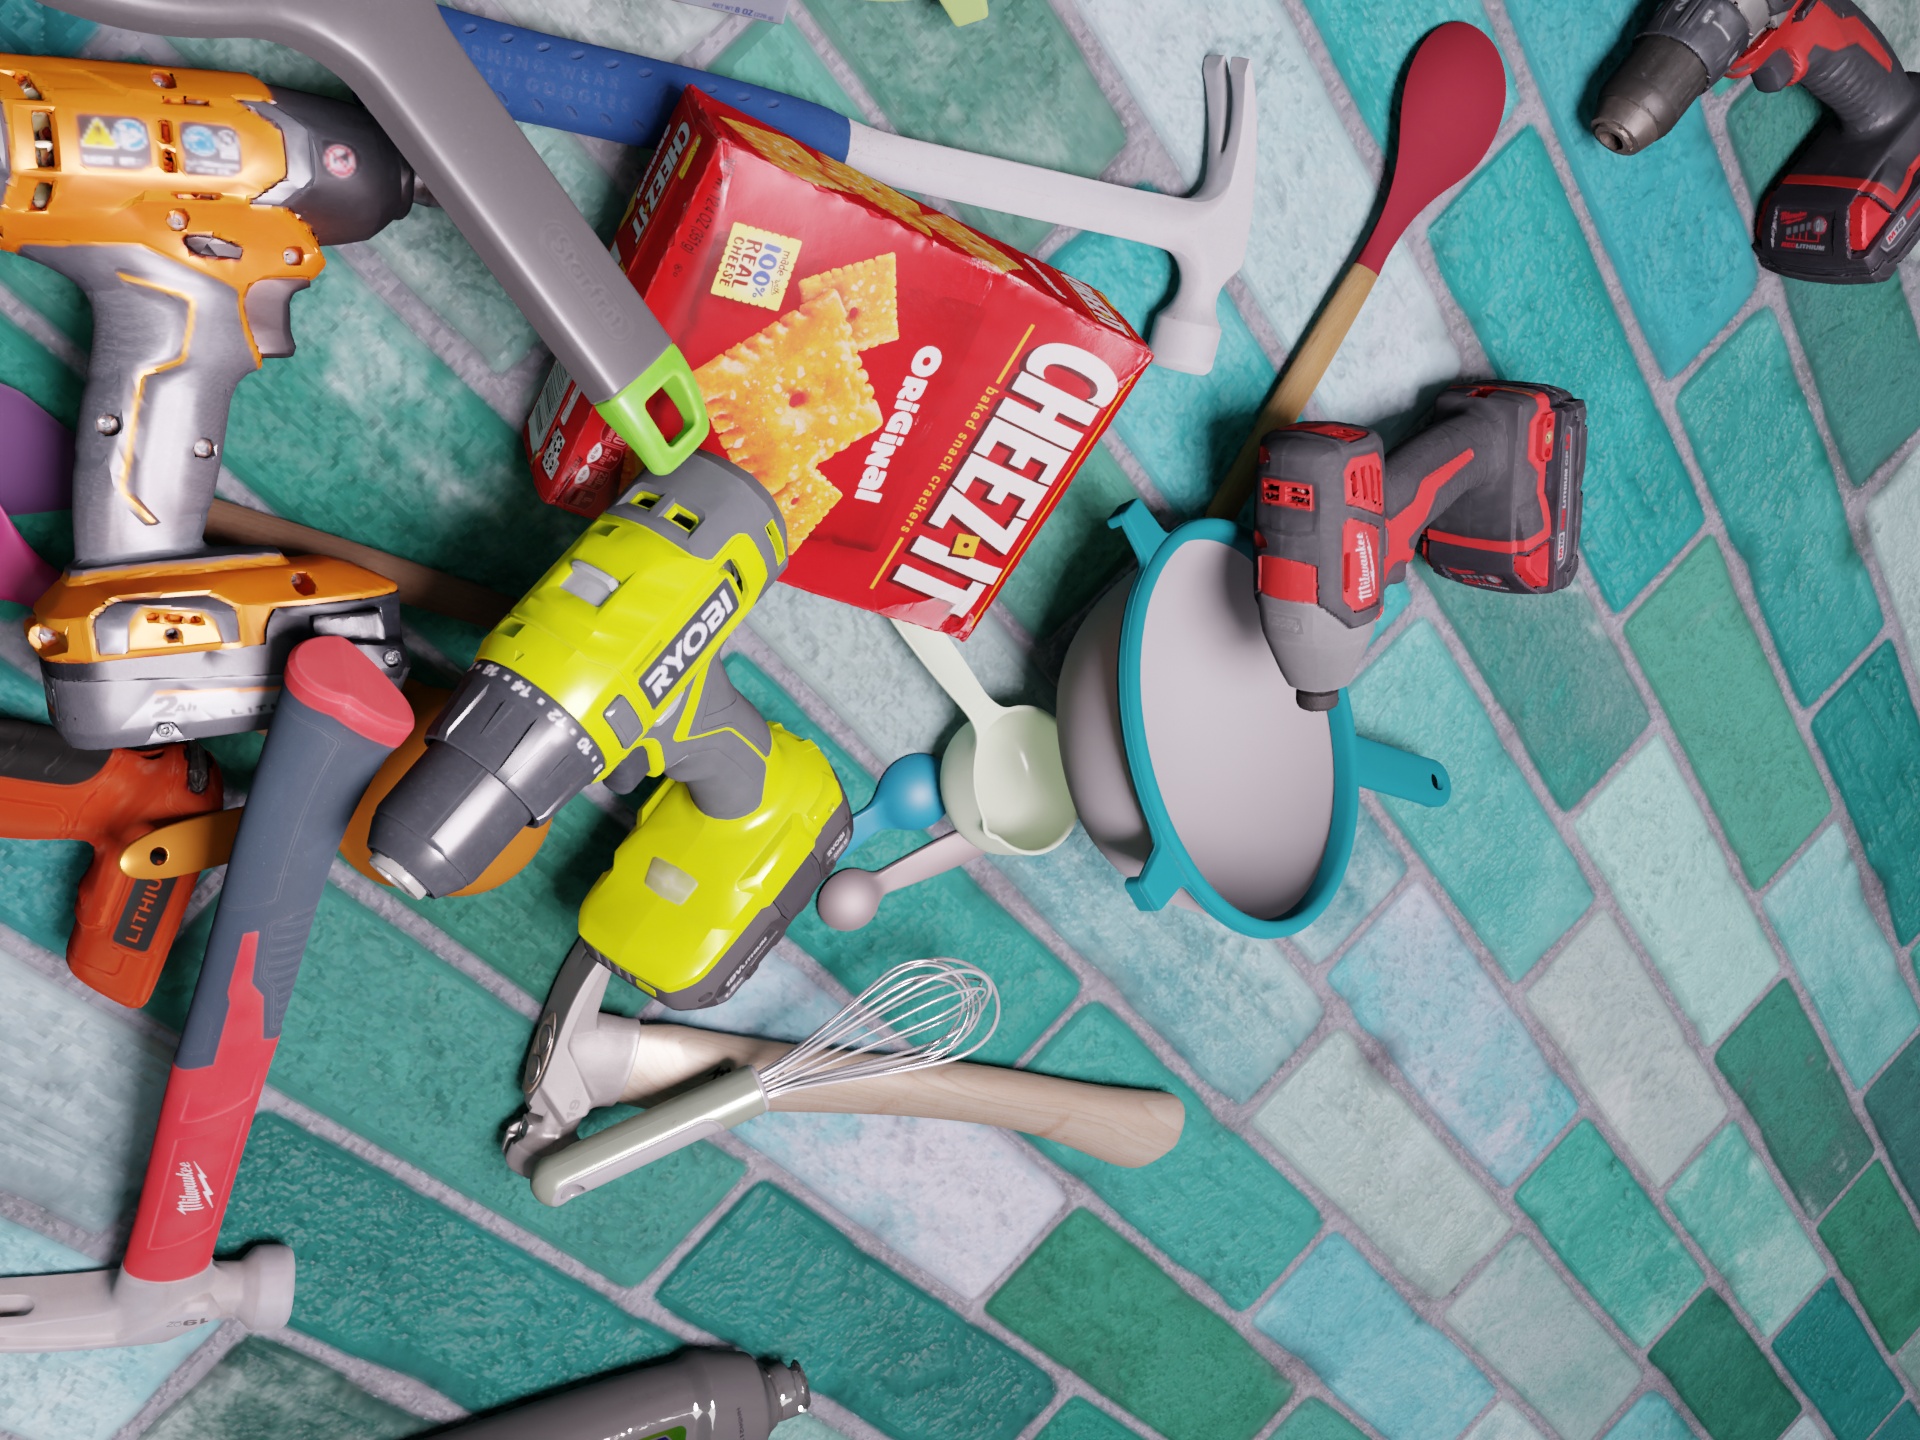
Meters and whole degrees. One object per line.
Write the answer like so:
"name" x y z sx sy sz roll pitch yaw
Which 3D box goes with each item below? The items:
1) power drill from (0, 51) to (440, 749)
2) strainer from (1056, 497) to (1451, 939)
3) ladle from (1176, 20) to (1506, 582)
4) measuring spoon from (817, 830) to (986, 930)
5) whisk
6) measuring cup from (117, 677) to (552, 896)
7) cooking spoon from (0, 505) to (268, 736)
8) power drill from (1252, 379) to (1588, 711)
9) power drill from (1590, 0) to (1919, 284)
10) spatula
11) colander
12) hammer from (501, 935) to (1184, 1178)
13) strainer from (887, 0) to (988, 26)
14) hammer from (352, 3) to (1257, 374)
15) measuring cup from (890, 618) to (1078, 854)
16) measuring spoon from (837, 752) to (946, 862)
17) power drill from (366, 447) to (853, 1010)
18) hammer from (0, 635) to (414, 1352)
"power drill" -0.258 -0.114 0.570 0.164 0.084 0.226 -9 104 -32
"strainer" 0.155 0.019 0.861 0.340 0.095 0.211 14 70 -48
"ladle" 0.195 -0.211 0.825 0.069 0.031 0.315 24 100 -33
"measuring spoon" -0.017 0.079 0.839 0.124 0.018 0.034 -24 121 -19
"whisk" -0.092 0.178 0.783 0.246 0.059 0.057 -22 146 -17
"measuring cup" -0.239 0.038 0.636 0.173 0.052 0.095 -17 107 -51
"cooking spoon" -0.320 -0.031 0.617 0.069 0.017 0.318 -48 128 5
"power drill" 0.234 -0.096 0.827 0.219 0.079 0.143 -21 117 -37
"power drill" 0.455 -0.340 0.882 0.226 0.080 0.188 37 91 -32
"spatula" -0.290 -0.075 0.621 0.315 0.018 0.059 18 110 -33
"colander" -0.223 -0.239 0.508 0.204 0.094 0.396 -53 123 -30
"hammer" -0.032 0.193 0.872 0.410 0.038 0.146 15 102 -33
"strainer" -0.002 -0.374 0.553 0.151 0.069 0.256 10 151 -28
"hammer" -0.040 -0.246 0.673 0.405 0.035 0.144 2 111 -30
"measuring cup" -0.001 -0.003 0.801 0.167 0.038 0.083 54 54 -19
"measuring spoon" -0.055 0.064 0.808 0.128 0.021 0.042 -35 124 -14
"power drill" -0.129 0.026 0.642 0.190 0.080 0.228 -53 155 -23
"hammer" -0.301 0.125 0.619 0.143 0.038 0.386 8 127 -32
